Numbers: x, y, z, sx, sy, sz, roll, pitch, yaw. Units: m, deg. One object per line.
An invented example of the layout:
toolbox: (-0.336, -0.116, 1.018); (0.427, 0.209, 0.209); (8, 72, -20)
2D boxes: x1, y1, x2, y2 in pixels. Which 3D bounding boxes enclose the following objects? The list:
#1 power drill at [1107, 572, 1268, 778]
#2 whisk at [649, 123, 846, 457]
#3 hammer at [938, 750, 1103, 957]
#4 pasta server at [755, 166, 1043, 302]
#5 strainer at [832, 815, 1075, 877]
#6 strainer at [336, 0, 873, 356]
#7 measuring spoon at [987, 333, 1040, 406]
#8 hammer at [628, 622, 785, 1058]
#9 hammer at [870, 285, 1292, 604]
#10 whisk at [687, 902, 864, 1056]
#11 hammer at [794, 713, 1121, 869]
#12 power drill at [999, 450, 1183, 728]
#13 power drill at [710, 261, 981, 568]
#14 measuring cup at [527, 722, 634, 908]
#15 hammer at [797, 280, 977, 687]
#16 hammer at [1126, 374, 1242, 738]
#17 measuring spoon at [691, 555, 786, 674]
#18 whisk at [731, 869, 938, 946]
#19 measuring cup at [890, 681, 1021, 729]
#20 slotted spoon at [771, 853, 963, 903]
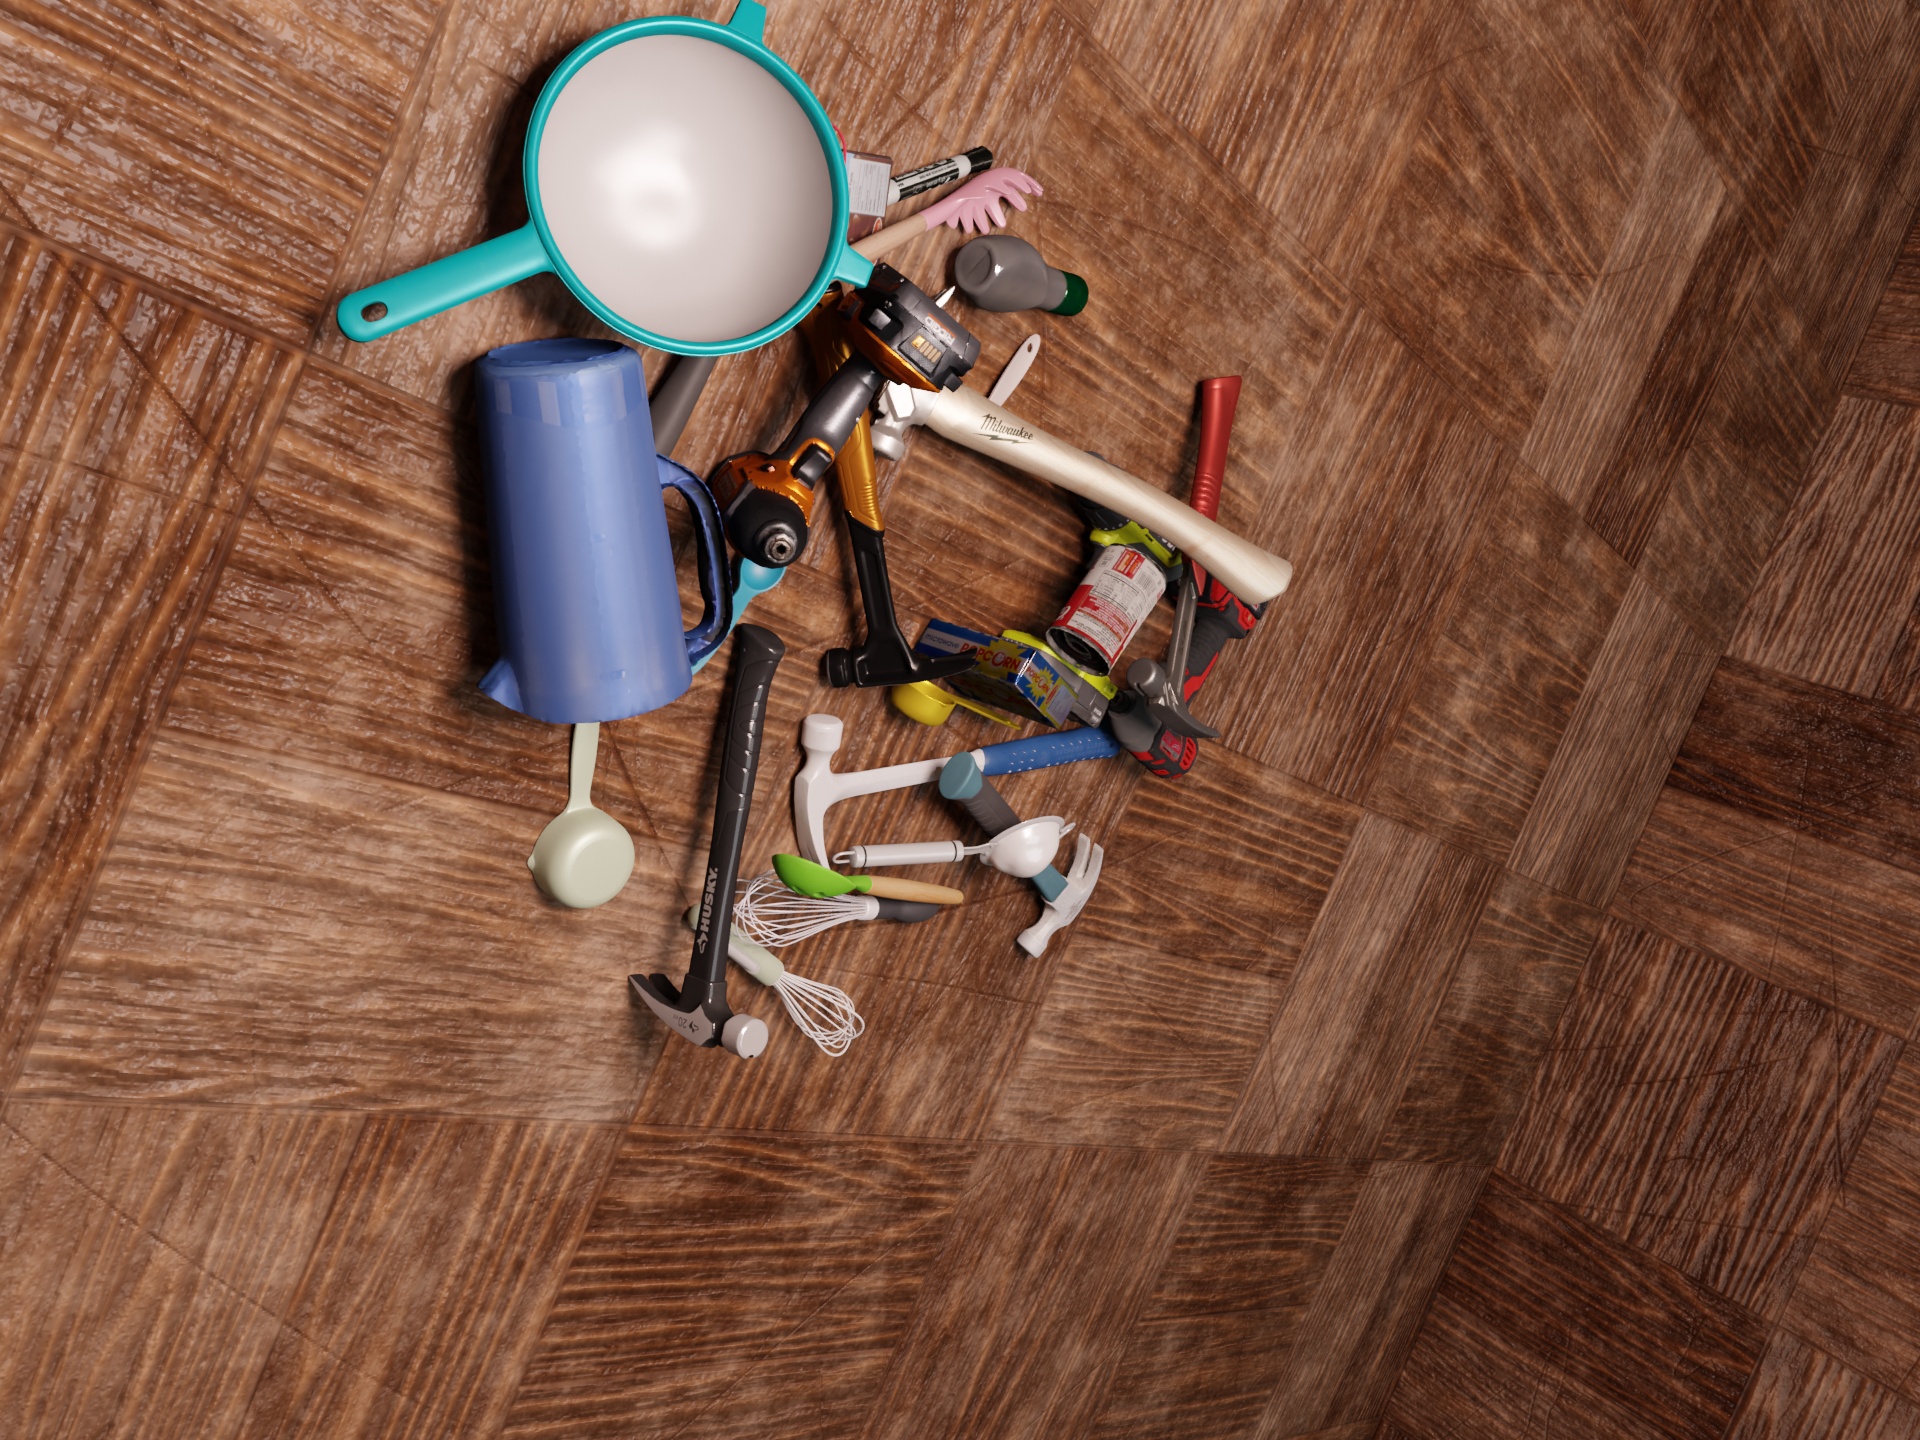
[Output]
power drill: (0.220, -0.063, 1.608); (0.143, 0.079, 0.220); (38, 73, -48)
whisk: (-0.166, -0.297, 1.139); (0.073, 0.073, 0.296); (27, 93, -49)
hammer: (0.055, 0.122, 1.542); (0.128, 0.033, 0.330); (-48, 144, -8)
pasta server: (-0.042, -0.361, 1.202); (0.040, 0.060, 0.316); (54, 50, -6)
strainer: (0.002, 0.120, 1.438); (0.258, 0.050, 0.086); (-1, 145, -29)
strainer: (-0.240, -0.313, 1.028); (0.340, 0.095, 0.211); (-28, 105, -18)
measuring spoon: (0.033, -0.289, 1.380); (0.124, 0.018, 0.034); (-57, 138, -19)
hammer: (-0.189, 0.089, 1.272); (0.035, 0.146, 0.335); (8, 92, -48)
hammer: (0.120, -0.212, 1.354); (0.410, 0.038, 0.146); (24, 91, -22)
whisk: (-0.162, 0.228, 1.404); (0.246, 0.058, 0.059); (49, 40, -42)
hammer: (0.007, 0.046, 1.496); (0.405, 0.035, 0.144); (-8, 114, -43)
power drill: (0.120, -0.126, 1.500); (0.190, 0.080, 0.228); (34, 81, -48)
power drill: (-0.089, -0.208, 1.137); (0.084, 0.164, 0.226); (36, 100, -26)
measuring cup: (-0.280, 0.066, 1.207); (0.083, 0.038, 0.167); (-10, 118, -43)
hammer: (-0.073, -0.182, 1.265); (0.034, 0.127, 0.336); (-79, 161, -61)
hammer: (0.232, -0.167, 1.524); (0.149, 0.037, 0.359); (34, 62, -50)
measuring spoon: (-0.185, -0.089, 1.252); (0.128, 0.021, 0.042); (-53, 138, 1)
whisk: (-0.105, 0.168, 1.418); (0.284, 0.070, 0.070); (9, 102, -55)
measuring cup: (-0.002, -0.005, 1.439); (0.156, 0.062, 0.029); (21, 105, -44)
slotted spoon: (-0.070, 0.147, 1.402); (0.313, 0.070, 0.031); (20, 81, -62)
